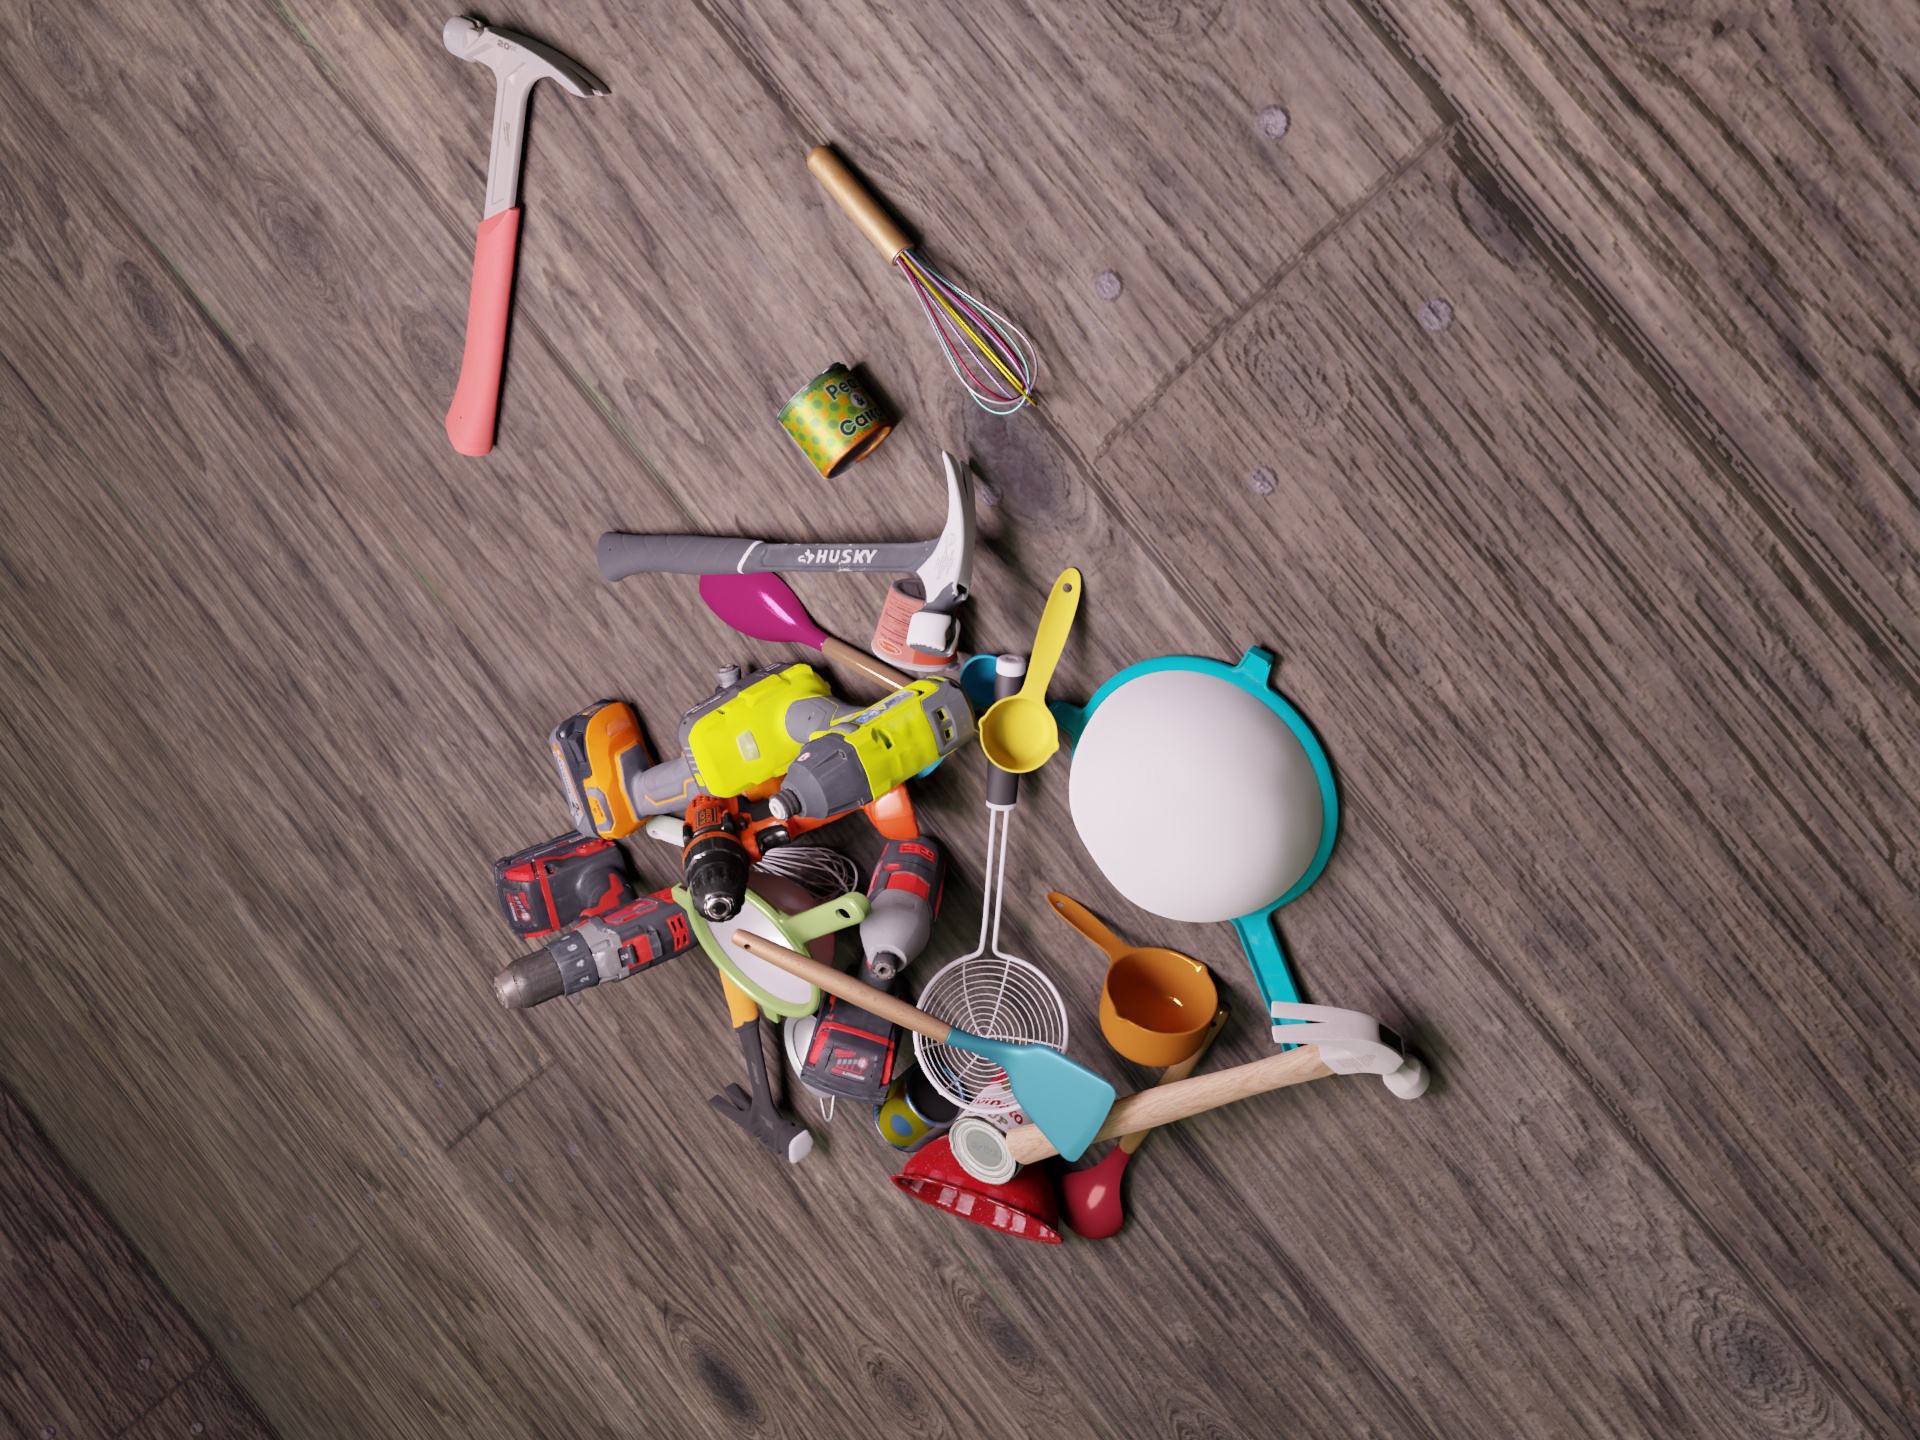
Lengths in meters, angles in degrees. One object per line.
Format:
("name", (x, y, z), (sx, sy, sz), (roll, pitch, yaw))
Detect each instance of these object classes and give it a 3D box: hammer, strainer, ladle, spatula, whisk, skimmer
("hammer", (-0.379, -0.379, 1.319), (0.149, 0.037, 0.358), (31, 126, 17))
("strainer", (0.181, 0.124, 1.157), (0.211, 0.095, 0.340), (-15, 102, 38))
("ladle", (0.152, 0.342, 1.332), (0.069, 0.031, 0.315), (35, 126, 14))
("spatula", (-0.034, 0.237, 1.230), (0.317, 0.044, 0.082), (25, 117, -1))
("hammer", (-0.151, -0.135, 1.262), (0.409, 0.036, 0.149), (6, 79, 39))
("whisk", (-0.026, -0.309, 1.118), (0.245, 0.047, 0.051), (50, 131, 8))
("skimmer", (0.032, 0.132, 1.240), (0.127, 0.090, 0.363), (1, 113, -7))
("strainer", (-0.159, 0.247, 1.483), (0.087, 0.050, 0.258), (-21, 95, 50))
("whisk", (-0.194, 0.123, 1.441), (0.246, 0.059, 0.057), (14, 148, 33))
("hammer", (-0.208, 0.261, 1.489), (0.127, 0.034, 0.336), (22, 130, 38))
("strainer", (-0.129, 0.161, 1.312), (0.151, 0.069, 0.256), (53, 143, -7))
("hammer", (0.175, 0.284, 1.206), (0.331, 0.031, 0.129), (-24, 132, 29))

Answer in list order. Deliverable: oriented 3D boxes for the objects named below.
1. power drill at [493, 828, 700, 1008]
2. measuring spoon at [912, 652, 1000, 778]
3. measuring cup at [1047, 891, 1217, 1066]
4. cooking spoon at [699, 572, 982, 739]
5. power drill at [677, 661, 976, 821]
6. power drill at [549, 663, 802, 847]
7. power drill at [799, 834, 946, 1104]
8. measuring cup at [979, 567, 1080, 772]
("power drill", (-0.357, 0.184, 1.455), (0.227, 0.188, 0.080), (22, 128, 54))
("measuring spoon", (-0.002, -0.004, 1.249), (0.042, 0.021, 0.128), (33, 117, -8))
("measuring cup", (0.125, 0.203, 1.257), (0.174, 0.095, 0.052), (40, 139, 35))
("cooking spoon", (-0.089, -0.051, 1.298), (0.319, 0.017, 0.068), (29, 123, 18))
("power drill", (-0.117, 0.018, 1.228), (0.223, 0.171, 0.080), (8, 123, 53))
("power drill", (-0.251, 0.030, 1.412), (0.226, 0.084, 0.164), (-1, 112, 29))
("power drill", (-0.069, 0.215, 1.339), (0.078, 0.143, 0.219), (17, 126, -2))
("measuring cup", (0.059, -0.038, 1.178), (0.062, 0.029, 0.156), (18, 93, -1))
